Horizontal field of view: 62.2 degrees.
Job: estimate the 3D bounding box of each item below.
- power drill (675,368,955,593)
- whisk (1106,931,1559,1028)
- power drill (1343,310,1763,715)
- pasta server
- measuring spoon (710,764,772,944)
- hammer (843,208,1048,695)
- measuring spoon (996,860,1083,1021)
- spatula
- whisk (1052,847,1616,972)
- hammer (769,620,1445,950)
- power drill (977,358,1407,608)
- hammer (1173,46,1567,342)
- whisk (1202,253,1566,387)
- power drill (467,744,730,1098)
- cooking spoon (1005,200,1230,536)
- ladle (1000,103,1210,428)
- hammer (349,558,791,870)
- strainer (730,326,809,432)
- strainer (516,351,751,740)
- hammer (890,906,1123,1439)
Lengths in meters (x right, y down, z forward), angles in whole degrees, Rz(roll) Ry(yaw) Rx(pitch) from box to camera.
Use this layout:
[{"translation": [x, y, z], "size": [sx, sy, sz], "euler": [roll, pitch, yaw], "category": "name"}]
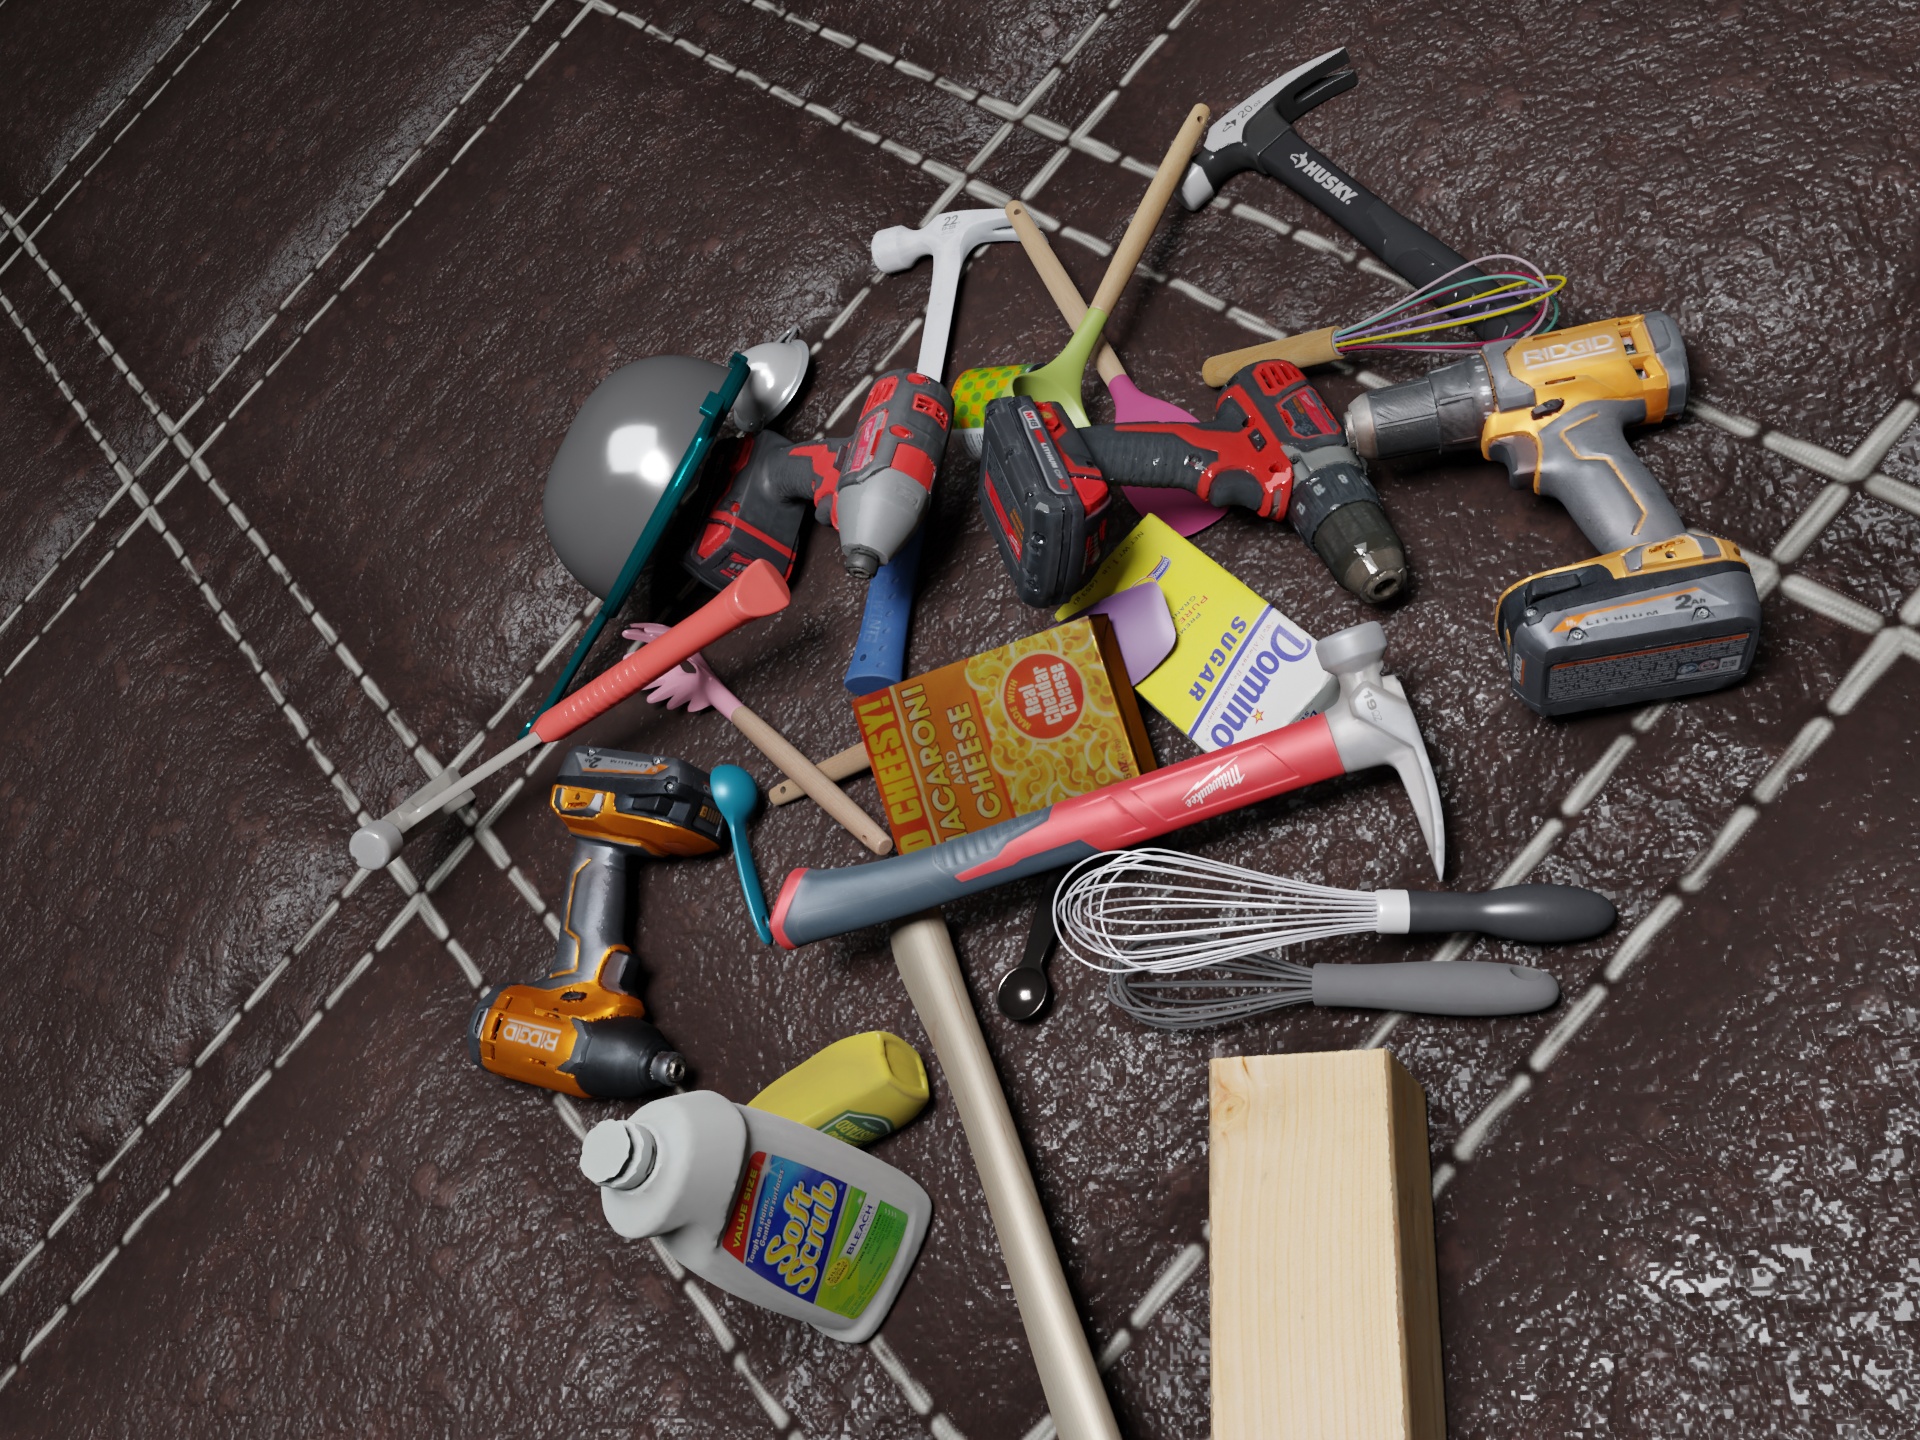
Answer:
[{"translation": [-0.099, -0.150, 1.099], "size": [0.220, 0.078, 0.143], "euler": [-8, 60, 48], "category": "power drill"}, {"translation": [0.192, 0.140, 0.846], "size": [0.239, 0.055, 0.055], "euler": [-2, 64, 24], "category": "whisk"}, {"translation": [0.317, -0.118, 0.869], "size": [0.185, 0.084, 0.226], "euler": [-10, 58, 12], "category": "power drill"}, {"translation": [-0.145, 0.010, 1.090], "size": [0.040, 0.060, 0.316], "euler": [-17, 36, -32], "category": "pasta server"}, {"translation": [-0.137, 0.086, 1.063], "size": [0.021, 0.042, 0.129], "euler": [-24, 69, 18], "category": "measuring spoon"}, {"translation": [-0.026, -0.207, 1.156], "size": [0.144, 0.035, 0.406], "euler": [-5, 63, 28], "category": "hammer"}, {"translation": [0.055, 0.124, 0.953], "size": [0.034, 0.018, 0.124], "euler": [2, 60, 38], "category": "measuring spoon"}, {"translation": [-0.002, -0.003, 1.016], "size": [0.316, 0.018, 0.060], "euler": [-24, 71, 29], "category": "spatula"}, {"translation": [0.190, 0.098, 0.823], "size": [0.284, 0.070, 0.070], "euler": [-1, 64, 7], "category": "whisk"}, {"translation": [0.072, 0.076, 0.899], "size": [0.386, 0.038, 0.143], "euler": [-20, 85, 15], "category": "hammer"}, {"translation": [0.139, -0.130, 0.944], "size": [0.226, 0.080, 0.188], "euler": [-10, 51, -13], "category": "power drill"}, {"translation": [0.281, -0.325, 1.041], "size": [0.146, 0.035, 0.335], "euler": [-40, 53, 7], "category": "hammer"}, {"translation": [0.256, -0.239, 0.986], "size": [0.245, 0.051, 0.047], "euler": [-4, 58, 45], "category": "whisk"}, {"translation": [-0.227, 0.139, 1.066], "size": [0.164, 0.084, 0.226], "euler": [6, 73, 31], "category": "power drill"}, {"translation": [0.098, -0.252, 1.098], "size": [0.069, 0.017, 0.319], "euler": [-29, 62, 7], "category": "cooking spoon"}, {"translation": [0.110, -0.298, 1.073], "size": [0.062, 0.078, 0.320], "euler": [-10, 50, 62], "category": "ladle"}, {"translation": [-0.265, -0.009, 1.116], "size": [0.359, 0.036, 0.149], "euler": [-31, 10, 19], "category": "hammer"}, {"translation": [-0.163, -0.208, 1.235], "size": [0.087, 0.050, 0.259], "euler": [-15, 61, 41], "category": "strainer"}, {"translation": [-0.275, -0.136, 1.172], "size": [0.340, 0.095, 0.211], "euler": [-56, 14, 17], "category": "strainer"}, {"translation": [0.033, 0.256, 0.837], "size": [0.038, 0.146, 0.411], "euler": [-5, 48, -19], "category": "hammer"}]
